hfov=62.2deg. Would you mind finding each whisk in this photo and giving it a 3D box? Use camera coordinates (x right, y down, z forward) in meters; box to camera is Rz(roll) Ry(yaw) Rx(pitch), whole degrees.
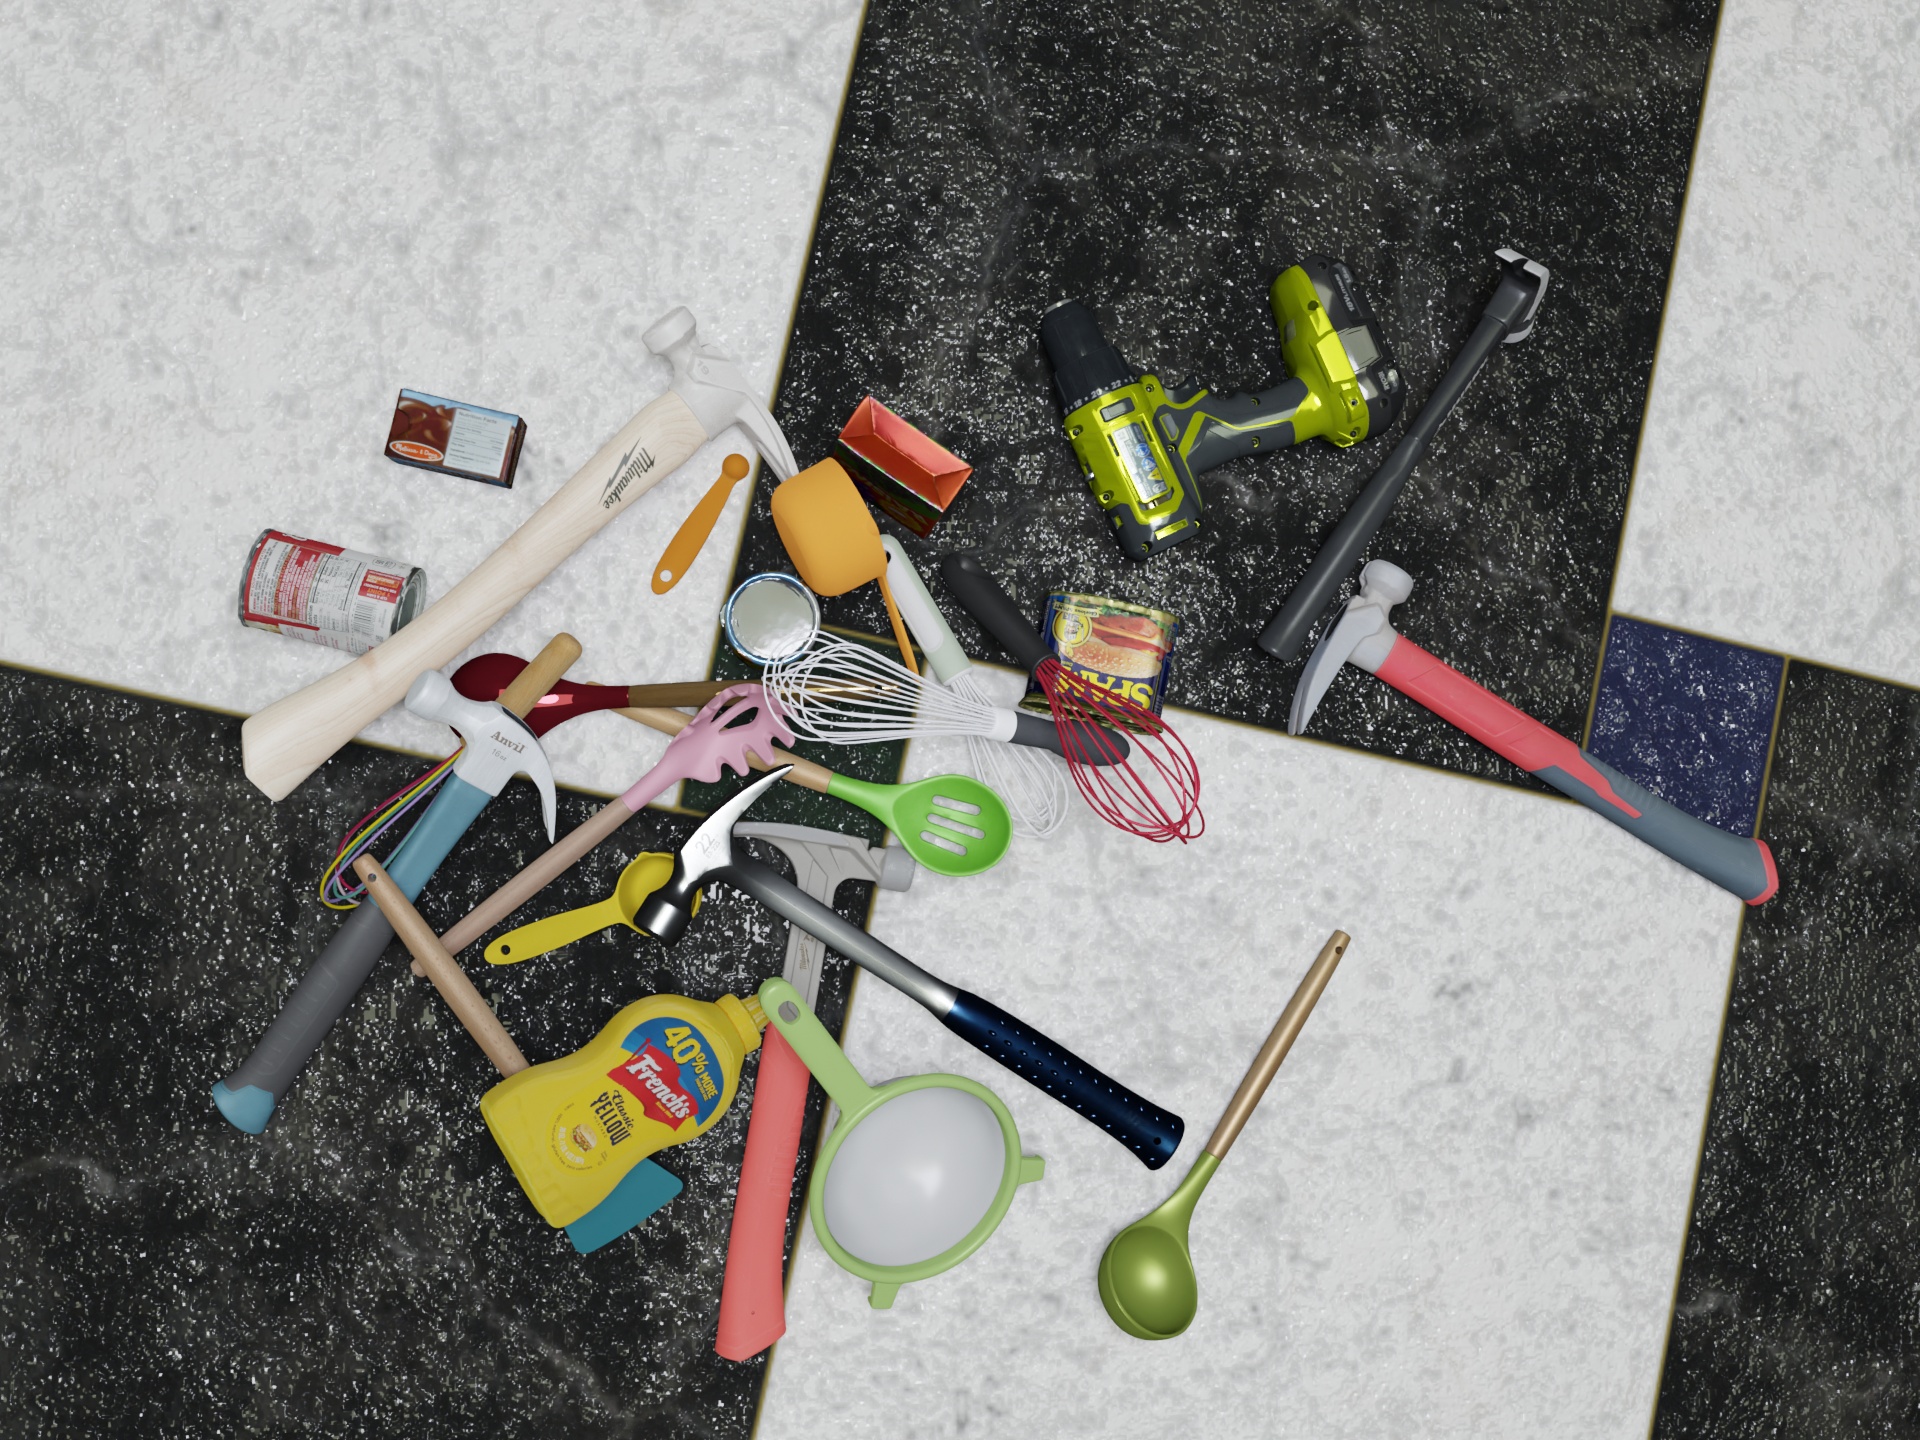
[{"bbox_3d":[-0.002,-0.005,1.055,0.284,0.070,0.070,12,85,-30],"label":"whisk"},{"bbox_3d":[-0.337,0.036,1.056,0.245,0.051,0.047,-46,118,4],"label":"whisk"},{"bbox_3d":[0.067,-0.023,1.054,0.073,0.073,0.296,-33,54,-8],"label":"whisk"},{"bbox_3d":[0.002,-0.024,1.122,0.058,0.059,0.246,-32,87,20],"label":"whisk"}]

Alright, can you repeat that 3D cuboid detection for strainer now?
[{"bbox_3d":[-0.065,0.258,1.058,0.151,0.069,0.256,-38,114,-11],"label":"strainer"}]

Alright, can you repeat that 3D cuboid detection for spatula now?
[{"bbox_3d":[-0.297,0.217,1.037,0.082,0.044,0.317,-33,103,-7],"label":"spatula"}]

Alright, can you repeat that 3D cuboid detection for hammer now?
[{"bbox_3d":[-0.382,0.130,1.034,0.128,0.033,0.331,34,96,-30],"label":"hammer"},{"bbox_3d":[-0.013,0.183,1.084,0.405,0.035,0.144,34,80,-12],"label":"hammer"},{"bbox_3d":[0.430,0.041,1.176,0.386,0.038,0.143,31,85,-5],"label":"hammer"},{"bbox_3d":[-0.132,0.251,1.093,0.149,0.037,0.359,10,85,-7],"label":"hammer"},{"bbox_3d":[-0.289,-0.091,1.046,0.410,0.038,0.146,-44,113,-15],"label":"hammer"},{"bbox_3d":[0.316,-0.186,1.140,0.035,0.146,0.335,34,91,16],"label":"hammer"}]

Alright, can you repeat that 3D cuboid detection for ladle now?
[{"bbox_3d":[0.197,0.287,1.124,0.078,0.062,0.320,35,80,-12],"label":"ladle"},{"bbox_3d":[-0.198,-0.016,1.080,0.315,0.031,0.069,-2,94,0],"label":"ladle"}]

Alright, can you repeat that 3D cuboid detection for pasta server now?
[{"bbox_3d":[-0.242,0.076,1.062,0.316,0.040,0.060,-38,124,4],"label":"pasta server"}]

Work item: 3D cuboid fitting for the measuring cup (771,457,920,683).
[{"bbox_3d":[-0.078,-0.092,1.096,0.052,0.095,0.173,-26,113,-12],"label":"measuring cup"}]

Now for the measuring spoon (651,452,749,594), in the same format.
[{"bbox_3d":[-0.184,-0.139,1.119,0.021,0.011,0.117,32,83,-5],"label":"measuring spoon"}]

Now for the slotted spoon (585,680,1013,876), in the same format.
[{"bbox_3d":[-0.114,0.032,1.102,0.314,0.031,0.070,20,85,0],"label":"slotted spoon"}]

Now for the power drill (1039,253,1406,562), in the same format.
[{"bbox_3d":[0.181,-0.242,1.141,0.228,0.080,0.190,-24,90,-5],"label":"power drill"}]

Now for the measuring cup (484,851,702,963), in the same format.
[{"bbox_3d":[-0.251,0.135,1.094,0.156,0.029,0.062,-20,90,4],"label":"measuring cup"}]
